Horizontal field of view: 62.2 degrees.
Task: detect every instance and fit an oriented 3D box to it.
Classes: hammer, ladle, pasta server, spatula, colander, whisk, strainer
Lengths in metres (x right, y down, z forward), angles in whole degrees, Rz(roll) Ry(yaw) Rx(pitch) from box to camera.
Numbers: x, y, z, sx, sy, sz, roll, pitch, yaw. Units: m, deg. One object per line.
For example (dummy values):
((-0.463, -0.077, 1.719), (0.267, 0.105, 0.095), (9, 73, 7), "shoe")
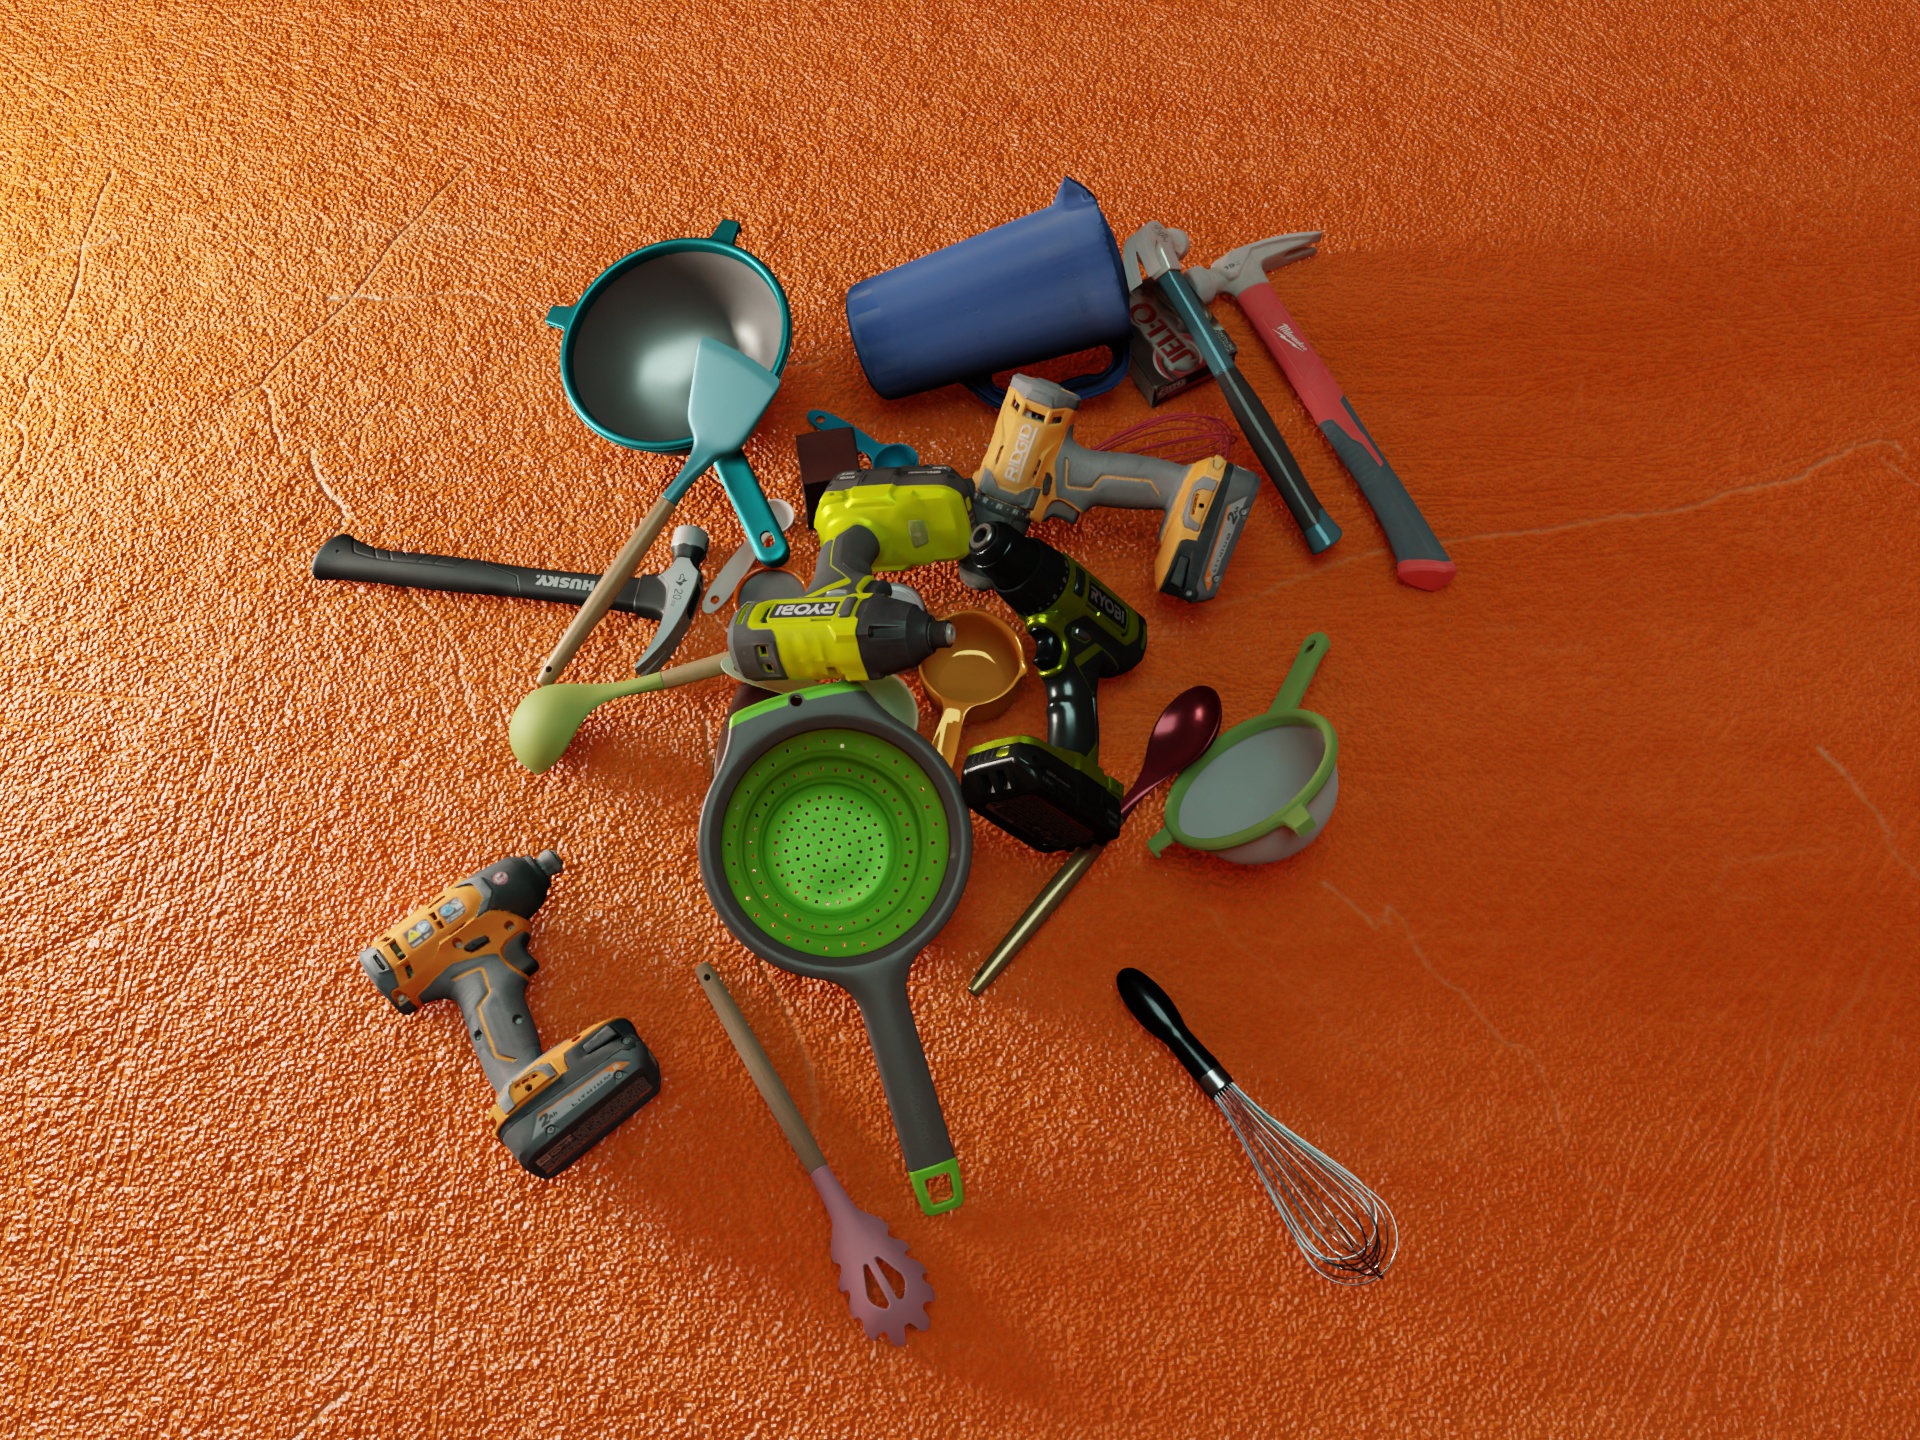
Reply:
((-0.392, -0.116, 1.367), (0.335, 0.035, 0.146), (7, 64, 4), "hammer")
((0.350, -0.285, 1.439), (0.143, 0.038, 0.387), (-21, 66, -11), "hammer")
((0.109, 0.096, 1.263), (0.315, 0.031, 0.069), (-49, 30, -16), "ladle")
((-0.117, 0.310, 1.170), (0.060, 0.040, 0.316), (-30, 64, -13), "pasta server")
((-0.260, -0.164, 1.312), (0.082, 0.044, 0.317), (32, 85, 12), "spatula")
((-0.074, 0.173, 1.209), (0.204, 0.094, 0.397), (-16, 83, -11), "colander")
((0.240, -0.293, 1.392), (0.033, 0.128, 0.331), (-32, 84, 32), "hammer")
((-0.213, -0.030, 1.296), (0.320, 0.062, 0.078), (-16, 36, -3), "ladle")
((0.099, -0.217, 1.401), (0.296, 0.073, 0.073), (-11, 65, 1), "whisk")
((0.208, 0.290, 1.163), (0.070, 0.070, 0.285), (-34, 64, -14), "whisk")
((0.262, 0.030, 1.278), (0.069, 0.151, 0.256), (53, 48, -22), "strainer")
((-0.215, -0.264, 1.403), (0.211, 0.095, 0.341), (-27, 71, 1), "strainer")

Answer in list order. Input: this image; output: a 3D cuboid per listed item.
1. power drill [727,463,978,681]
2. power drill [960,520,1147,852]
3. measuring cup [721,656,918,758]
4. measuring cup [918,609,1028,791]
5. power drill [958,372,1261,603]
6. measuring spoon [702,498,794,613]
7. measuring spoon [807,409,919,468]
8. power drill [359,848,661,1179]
((-0.067, -0.112, 1.254), (0.171, 0.080, 0.223), (-1, 38, 18), "power drill")
((0.066, -0.030, 1.239), (0.080, 0.190, 0.229), (-16, 54, 38), "power drill")
((-0.117, -0.016, 1.287), (0.167, 0.038, 0.083), (18, 66, -15), "measuring cup")
((-0.002, -0.004, 1.303), (0.095, 0.052, 0.174), (13, 67, 7), "measuring cup")
((0.117, -0.169, 1.343), (0.226, 0.084, 0.185), (21, 104, 3), "power drill")
((-0.187, -0.141, 1.391), (0.034, 0.018, 0.124), (30, 75, 14), "measuring spoon")
((-0.090, -0.247, 1.440), (0.129, 0.021, 0.042), (33, 70, 25), "measuring spoon")
((-0.323, 0.207, 1.191), (0.164, 0.084, 0.227), (-38, 66, -16), "power drill")
